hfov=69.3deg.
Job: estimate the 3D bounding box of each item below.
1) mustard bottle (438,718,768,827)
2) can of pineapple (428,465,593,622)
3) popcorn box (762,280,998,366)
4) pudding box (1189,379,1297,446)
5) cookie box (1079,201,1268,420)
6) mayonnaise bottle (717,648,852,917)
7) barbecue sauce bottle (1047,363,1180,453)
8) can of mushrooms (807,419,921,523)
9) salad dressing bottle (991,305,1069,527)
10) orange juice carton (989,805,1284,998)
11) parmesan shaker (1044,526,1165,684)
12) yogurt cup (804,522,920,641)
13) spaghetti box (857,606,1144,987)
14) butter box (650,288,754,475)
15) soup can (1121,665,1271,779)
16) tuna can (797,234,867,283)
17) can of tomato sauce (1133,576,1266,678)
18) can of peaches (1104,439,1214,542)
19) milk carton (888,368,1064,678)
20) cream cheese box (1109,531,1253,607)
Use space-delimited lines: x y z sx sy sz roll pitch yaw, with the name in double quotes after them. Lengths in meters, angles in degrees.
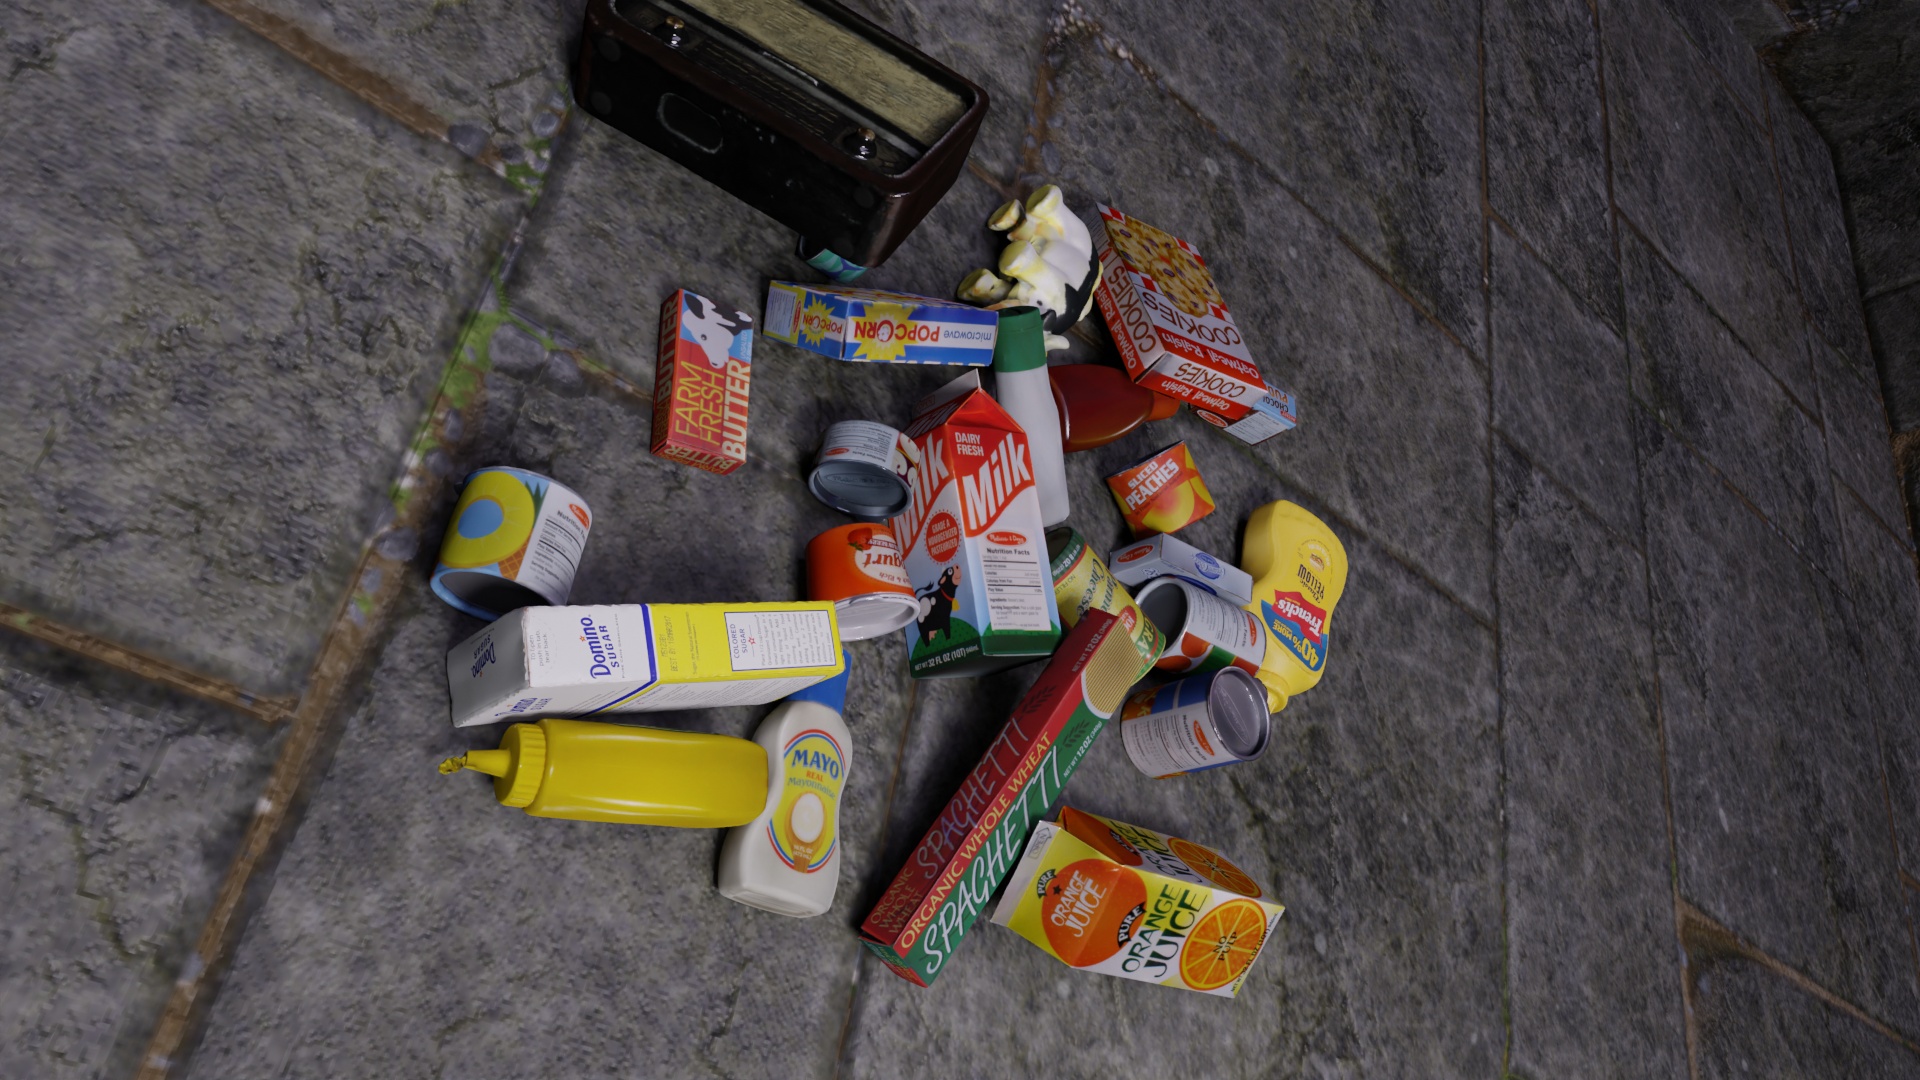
-0.177 0.115 0.692 0.160 0.065 0.049 13 69 -34 "mustard bottle"
-0.225 0.004 0.693 0.071 0.070 0.058 29 56 -31 "can of pineapple"
-0.050 -0.139 0.890 0.127 0.085 0.038 -4 109 -42 "popcorn box"
0.238 -0.113 1.165 0.083 0.049 0.030 22 58 -34 "pudding box"
0.163 -0.181 1.102 0.123 0.040 0.168 13 46 -38 "cookie box"
-0.091 0.130 0.776 0.065 0.041 0.149 26 58 -30 "mayonnaise bottle"
0.110 -0.103 1.052 0.149 0.043 0.065 -12 82 -45 "barbecue sauce bottle"
-0.059 -0.042 0.862 0.071 0.071 0.033 30 55 -30 "can of mushrooms"
0.044 -0.084 0.943 0.044 0.064 0.147 -11 109 -9 "salad dressing bottle"
0.106 0.226 0.875 0.192 0.073 0.071 22 99 -34 "orange juice carton"
0.081 0.051 0.947 0.103 0.071 0.072 49 48 -15 "parmesan shaker"
-0.062 0.024 0.832 0.072 0.072 0.054 7 61 -40 "yogurt cup"
0.030 0.149 0.833 0.251 0.028 0.050 -52 132 -25 "spaghetti box"
-0.153 -0.094 0.825 0.053 0.024 0.104 18 62 -37 "butter box"
0.167 0.128 0.978 0.071 0.083 0.071 17 62 -37 "soup can"
-0.074 -0.204 0.909 0.033 0.071 0.071 29 56 -31 "tuna can"
0.171 0.071 1.021 0.083 0.071 0.071 24 58 -33 "can of tomato sauce"
0.149 -0.035 1.041 0.071 0.071 0.058 -29 94 -45 "can of peaches"
0.003 -0.011 0.898 0.073 0.072 0.191 3 72 -41 "milk carton"
0.166 0.027 1.041 0.104 0.053 0.024 24 61 -33 "cream cheese box"
